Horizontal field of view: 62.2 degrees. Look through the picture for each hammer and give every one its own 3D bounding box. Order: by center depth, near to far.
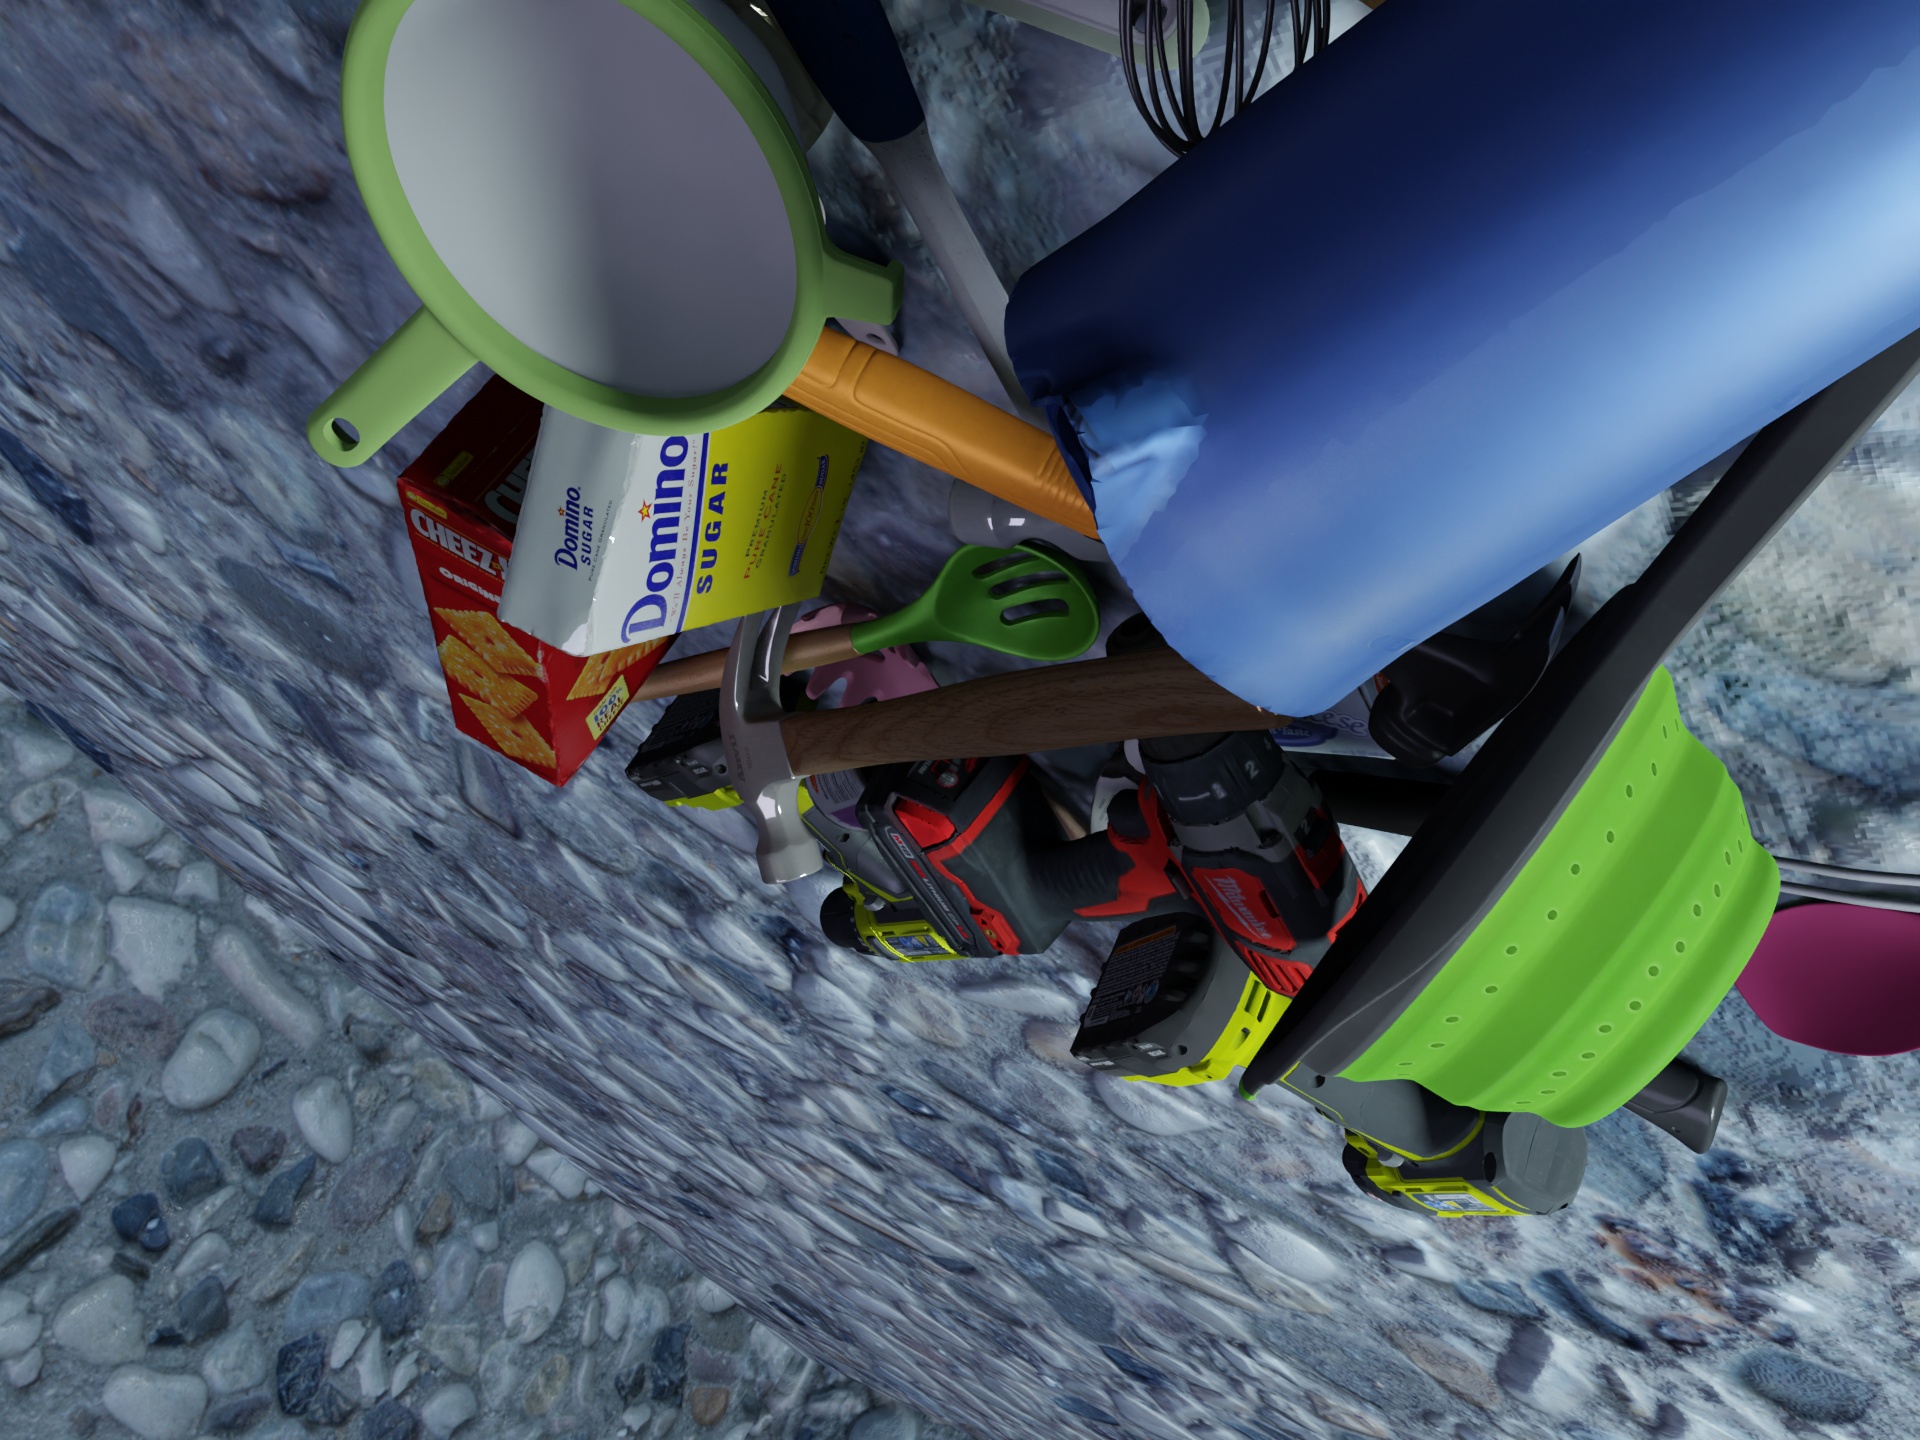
[{"bbox_3d":[-0.013,-0.177,0.492,0.144,0.035,0.405,12,154,33],"label":"hammer"},{"bbox_3d":[0.039,-0.083,0.551,0.337,0.034,0.127,26,160,3],"label":"hammer"},{"bbox_3d":[-0.001,-0.002,0.652,0.331,0.031,0.130,-9,98,49],"label":"hammer"},{"bbox_3d":[0.213,0.112,0.772,0.335,0.035,0.146,30,151,7],"label":"hammer"}]

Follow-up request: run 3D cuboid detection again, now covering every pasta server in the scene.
[{"bbox_3d":[0.032,0.042,0.846,0.316,0.040,0.060,42,132,-18],"label":"pasta server"}]

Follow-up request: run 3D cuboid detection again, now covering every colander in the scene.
[{"bbox_3d":[0.220,0.009,0.466,0.094,0.204,0.396,37,134,13],"label":"colander"}]

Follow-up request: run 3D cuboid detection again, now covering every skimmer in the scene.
[{"bbox_3d":[0.260,0.060,0.574,0.363,0.090,0.127,9,113,44],"label":"skimmer"}]

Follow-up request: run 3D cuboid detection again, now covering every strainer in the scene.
[{"bbox_3d":[-0.133,-0.149,0.502,0.256,0.069,0.151,-21,121,43],"label":"strainer"}]

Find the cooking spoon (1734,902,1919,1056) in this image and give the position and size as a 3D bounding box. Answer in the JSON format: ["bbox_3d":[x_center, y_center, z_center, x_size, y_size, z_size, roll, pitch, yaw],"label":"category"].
[{"bbox_3d":[0.387,0.062,0.527,0.069,0.017,0.319,56,151,5],"label":"cooking spoon"}]

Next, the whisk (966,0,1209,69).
[{"bbox_3d":[-0.041,-0.244,0.472,0.246,0.058,0.059,24,-168,9],"label":"whisk"}]

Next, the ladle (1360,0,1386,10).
[{"bbox_3d":[0.068,-0.224,0.409,0.315,0.031,0.069,34,146,-4],"label":"ladle"}]

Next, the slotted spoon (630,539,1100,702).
[{"bbox_3d":[-0.070,-0.037,0.766,0.314,0.031,0.070,-10,127,32],"label":"slotted spoon"}]

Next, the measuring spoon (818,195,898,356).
[{"bbox_3d":[-0.047,-0.169,0.593,0.034,0.018,0.124,17,171,22],"label":"measuring spoon"}]

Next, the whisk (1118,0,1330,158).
[{"bbox_3d":[0.055,-0.235,0.353,0.055,0.055,0.238,16,134,30],"label":"whisk"}]

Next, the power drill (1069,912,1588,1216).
[{"bbox_3d":[0.178,0.185,0.814,0.223,0.080,0.171,30,157,-7],"label":"power drill"}]

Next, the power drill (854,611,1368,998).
[{"bbox_3d":[0.058,0.036,0.705,0.227,0.080,0.187,-2,130,47],"label":"power drill"}]

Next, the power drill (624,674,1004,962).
[{"bbox_3d":[-0.087,0.069,0.973,0.228,0.080,0.190,42,151,-21],"label":"power drill"}]
